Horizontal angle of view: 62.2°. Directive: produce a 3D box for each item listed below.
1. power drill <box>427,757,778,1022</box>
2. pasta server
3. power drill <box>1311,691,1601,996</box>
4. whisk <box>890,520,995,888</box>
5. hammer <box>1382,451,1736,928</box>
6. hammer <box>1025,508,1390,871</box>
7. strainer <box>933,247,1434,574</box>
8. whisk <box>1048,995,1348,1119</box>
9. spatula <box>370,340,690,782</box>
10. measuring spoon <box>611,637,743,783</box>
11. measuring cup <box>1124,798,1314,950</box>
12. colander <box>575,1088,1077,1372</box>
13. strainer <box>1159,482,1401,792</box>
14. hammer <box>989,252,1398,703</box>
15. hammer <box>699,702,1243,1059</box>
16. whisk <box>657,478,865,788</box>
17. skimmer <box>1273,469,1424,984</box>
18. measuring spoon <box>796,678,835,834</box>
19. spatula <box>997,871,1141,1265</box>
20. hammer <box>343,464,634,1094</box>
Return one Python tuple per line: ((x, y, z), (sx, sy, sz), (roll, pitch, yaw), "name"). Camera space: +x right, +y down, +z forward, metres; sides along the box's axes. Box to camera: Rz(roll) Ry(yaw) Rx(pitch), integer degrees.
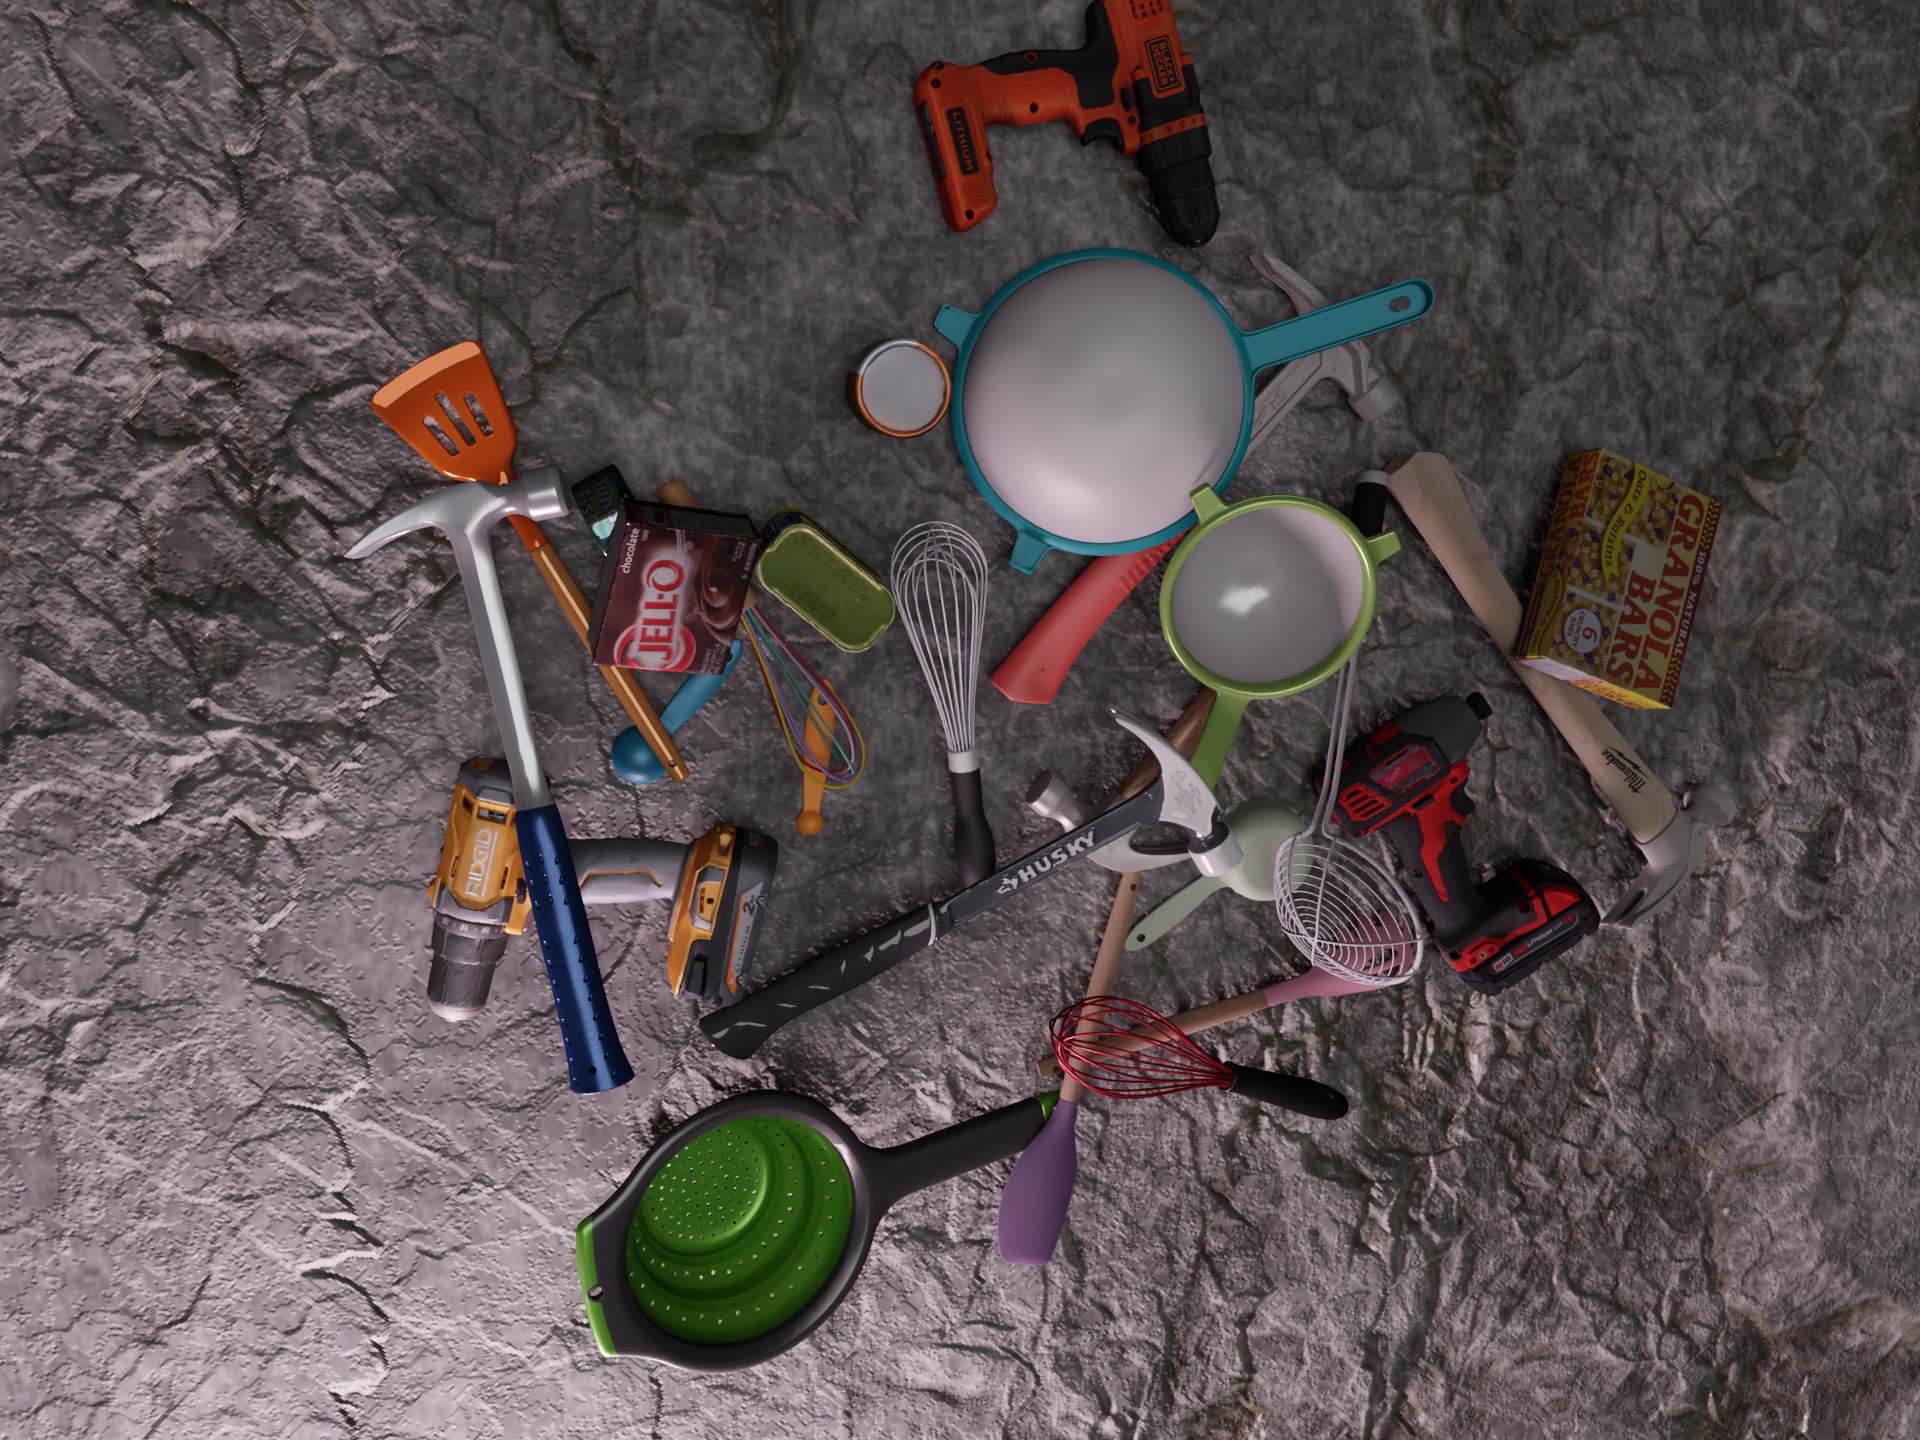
((-0.256, 0.138, 1.110), (0.226, 0.084, 0.185), (14, 99, -9), "power drill")
((0.210, 0.222, 1.244), (0.316, 0.040, 0.060), (-17, 105, -2), "pasta server")
((0.383, 0.088, 1.215), (0.143, 0.079, 0.219), (-36, 103, 8), "power drill")
((-0.001, -0.004, 1.139), (0.070, 0.070, 0.284), (-10, 109, -8), "whisk")
((0.440, -0.029, 1.210), (0.146, 0.038, 0.410), (-44, 105, -17), "hammer")
((0.202, -0.024, 1.183), (0.130, 0.031, 0.331), (40, 92, -16), "hammer")
((0.159, -0.236, 1.061), (0.340, 0.095, 0.211), (-18, 94, 4), "strainer")
((0.188, 0.267, 1.212), (0.295, 0.073, 0.073), (20, 98, -29), "whisk")
((-0.271, -0.094, 1.067), (0.081, 0.041, 0.322), (-31, 101, -4), "spatula")
((-0.196, -0.007, 1.116), (0.042, 0.021, 0.128), (40, 93, -16), "measuring spoon")
((0.197, 0.128, 1.211), (0.167, 0.038, 0.083), (-37, 106, -3), "measuring cup")
((-0.099, 0.337, 1.188), (0.397, 0.094, 0.204), (-13, 105, -26), "colander")
((0.197, -0.050, 1.137), (0.151, 0.069, 0.256), (12, 117, -9), "strainer")
((0.146, -0.157, 1.141), (0.149, 0.037, 0.359), (43, 92, -16), "hammer")
((-0.007, 0.134, 1.148), (0.409, 0.036, 0.149), (-29, 110, 6), "hammer")
((-0.139, -0.057, 1.102), (0.047, 0.051, 0.245), (-31, 101, 1), "whisk")
((0.293, 0.006, 1.145), (0.090, 0.127, 0.363), (12, 84, -32), "skimmer")
((-0.103, 0.028, 1.147), (0.021, 0.011, 0.117), (5, 101, -12), "measuring spoon")
((0.088, 0.264, 1.212), (0.059, 0.018, 0.316), (16, 91, -24), "spatula")
((-0.286, 0.047, 1.039), (0.144, 0.035, 0.405), (-12, 96, -3), "hammer")
